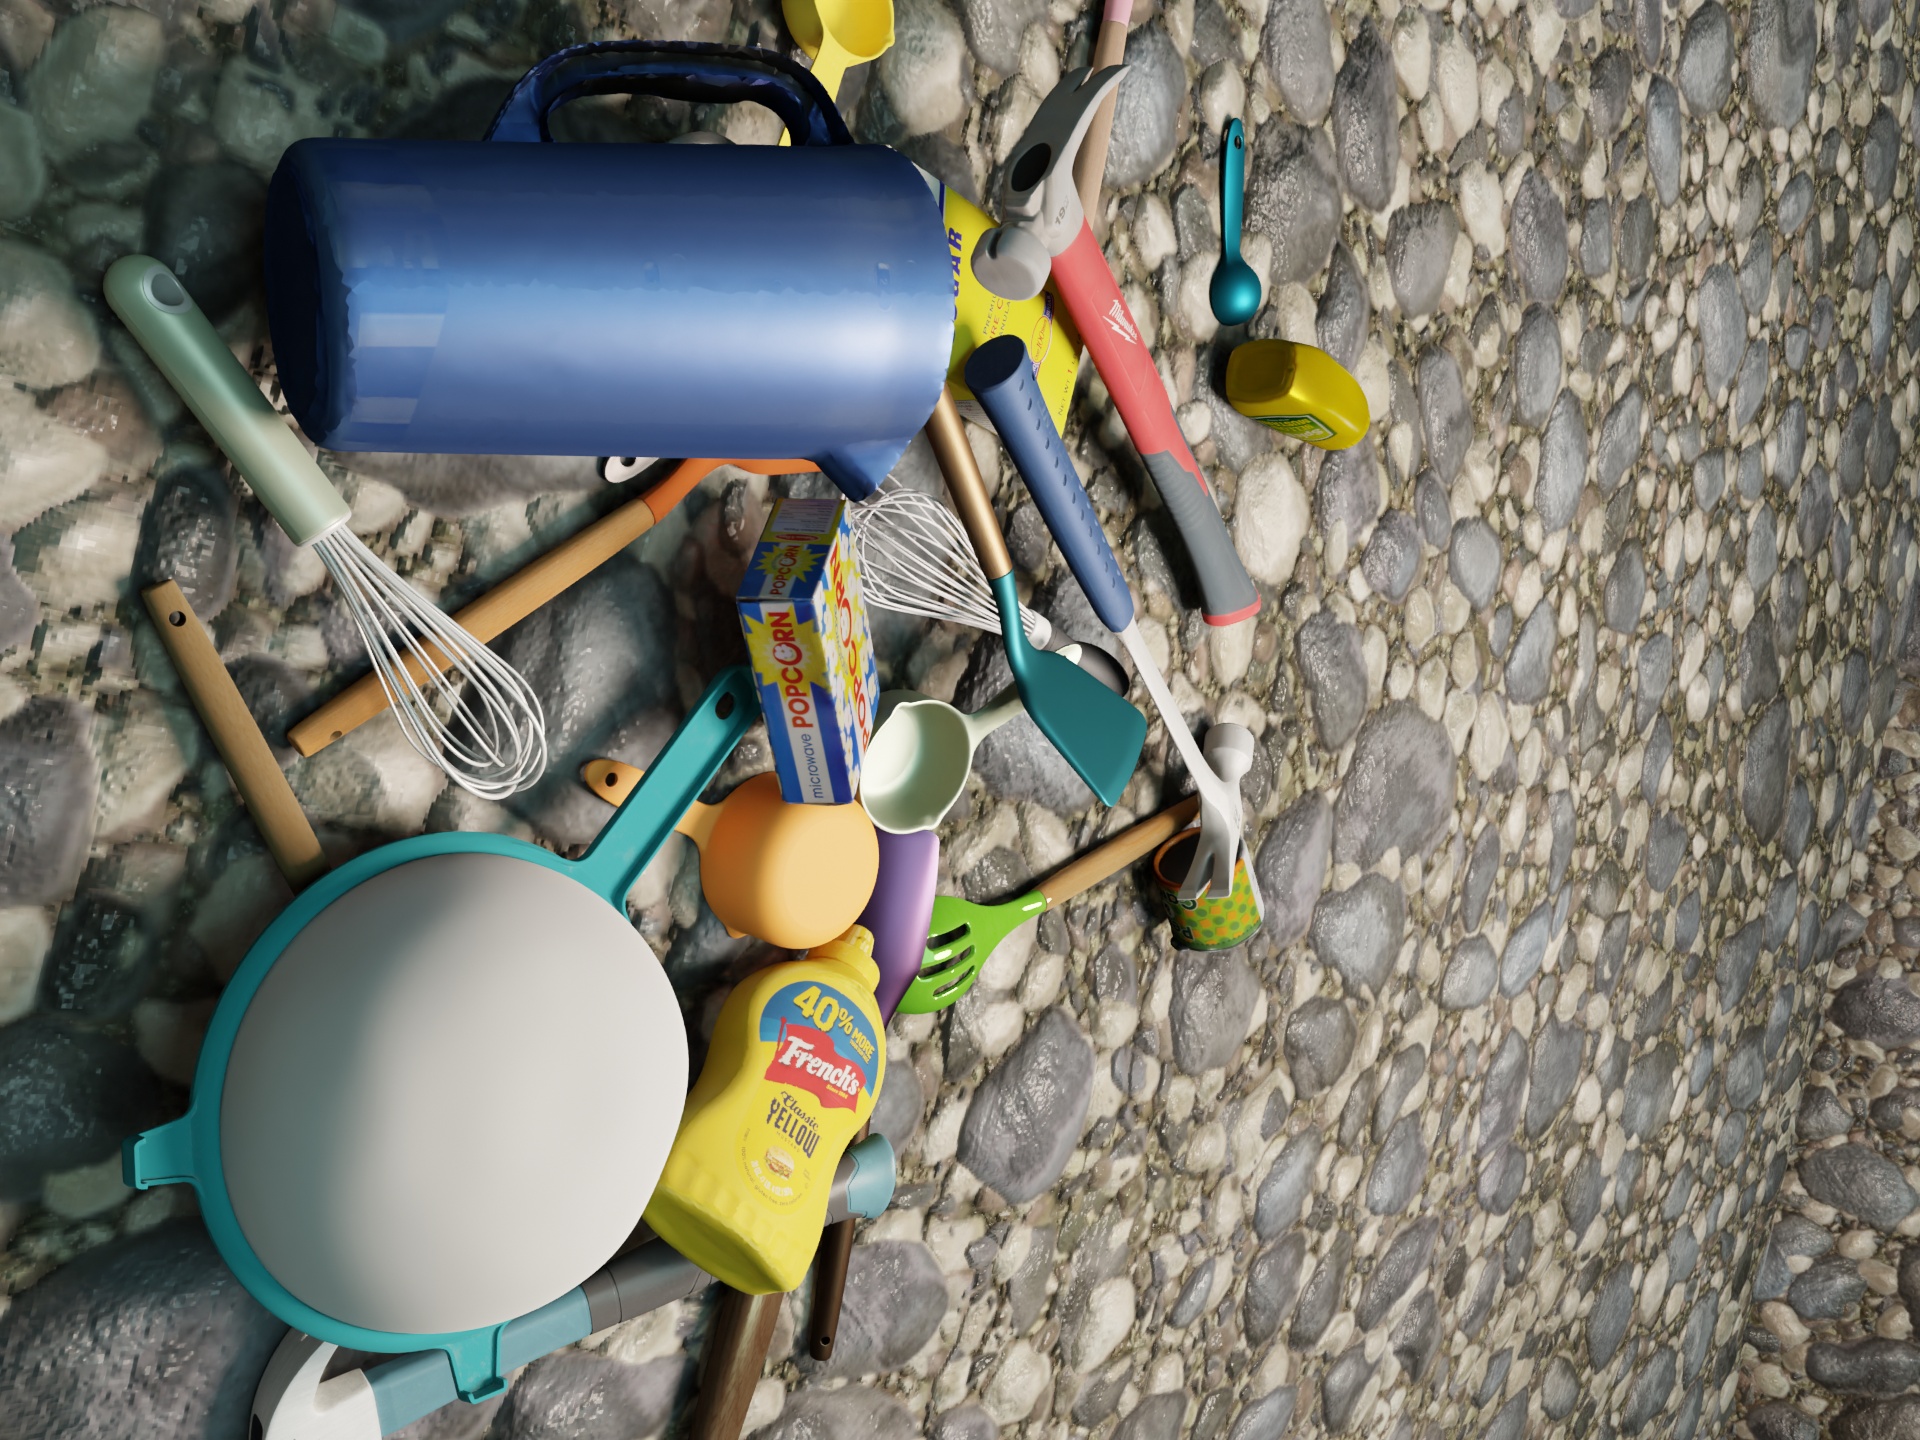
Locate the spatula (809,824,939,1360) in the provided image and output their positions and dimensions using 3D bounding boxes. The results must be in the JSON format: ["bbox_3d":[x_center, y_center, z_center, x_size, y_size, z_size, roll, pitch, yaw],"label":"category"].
[{"bbox_3d":[-0.060,0.212,0.896,0.059,0.018,0.316,6,98,-14],"label":"spatula"}]

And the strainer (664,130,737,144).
[{"bbox_3d":[-0.164,-0.209,0.682,0.258,0.050,0.086,-14,122,-39],"label":"strainer"}]

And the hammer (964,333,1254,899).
[{"bbox_3d":[0.097,-0.049,0.928,0.405,0.035,0.144,57,36,-42],"label":"hammer"}]

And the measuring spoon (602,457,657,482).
[{"bbox_3d":[-0.127,-0.156,0.752,0.124,0.018,0.034,-48,133,-18],"label":"measuring spoon"}]

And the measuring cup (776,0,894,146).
[{"bbox_3d":[-0.074,-0.296,0.745,0.062,0.029,0.157,33,67,-45],"label":"measuring cup"}]

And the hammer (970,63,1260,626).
[{"bbox_3d":[0.116,-0.187,0.928,0.385,0.038,0.143,52,56,-51],"label":"hammer"}]

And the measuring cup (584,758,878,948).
[{"bbox_3d":[-0.108,0.058,0.789,0.173,0.052,0.095,32,76,-47],"label":"measuring cup"}]

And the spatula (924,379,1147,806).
[{"bbox_3d":[0.021,-0.100,0.806,0.317,0.044,0.082,67,32,-28],"label":"spatula"}]

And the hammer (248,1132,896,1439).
[{"bbox_3d":[-0.170,0.279,0.769,0.331,0.033,0.128,-15,108,-35],"label":"hammer"}]

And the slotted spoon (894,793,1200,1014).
[{"bbox_3d":[0.065,0.101,0.998,0.314,0.031,0.070,-24,113,-42],"label":"slotted spoon"}]

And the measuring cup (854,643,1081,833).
[{"bbox_3d":[-0.001,-0.003,0.884,0.167,0.038,0.083,-35,127,-28],"label":"measuring cup"}]

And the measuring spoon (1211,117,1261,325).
[{"bbox_3d":[0.181,-0.318,1.019,0.042,0.021,0.128,-17,112,-42],"label":"measuring spoon"}]

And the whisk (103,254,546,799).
[{"bbox_3d":[-0.241,-0.067,0.614,0.246,0.059,0.058,59,31,-23],"label":"whisk"}]

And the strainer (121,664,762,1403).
[{"bbox_3d":[-0.153,0.103,0.664,0.210,0.095,0.340,52,55,-31],"label":"strainer"}]

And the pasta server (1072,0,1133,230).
[{"bbox_3d":[0.087,-0.368,0.901,0.060,0.040,0.316,8,95,-34],"label":"pasta server"}]

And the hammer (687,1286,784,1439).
[{"bbox_3d":[-0.128,0.363,0.857,0.130,0.031,0.331,20,84,-47],"label":"hammer"}]

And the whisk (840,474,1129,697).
[{"bbox_3d":[0.021,-0.061,0.896,0.284,0.070,0.070,28,79,-50],"label":"whisk"}]

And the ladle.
[{"bbox_3d":[-0.259,0.089,0.661,0.078,0.062,0.320,-31,113,-29],"label":"ladle"}]

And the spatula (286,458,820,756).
[{"bbox_3d":[-0.155,-0.077,0.717,0.322,0.041,0.081,-41,162,-28],"label":"spatula"}]
